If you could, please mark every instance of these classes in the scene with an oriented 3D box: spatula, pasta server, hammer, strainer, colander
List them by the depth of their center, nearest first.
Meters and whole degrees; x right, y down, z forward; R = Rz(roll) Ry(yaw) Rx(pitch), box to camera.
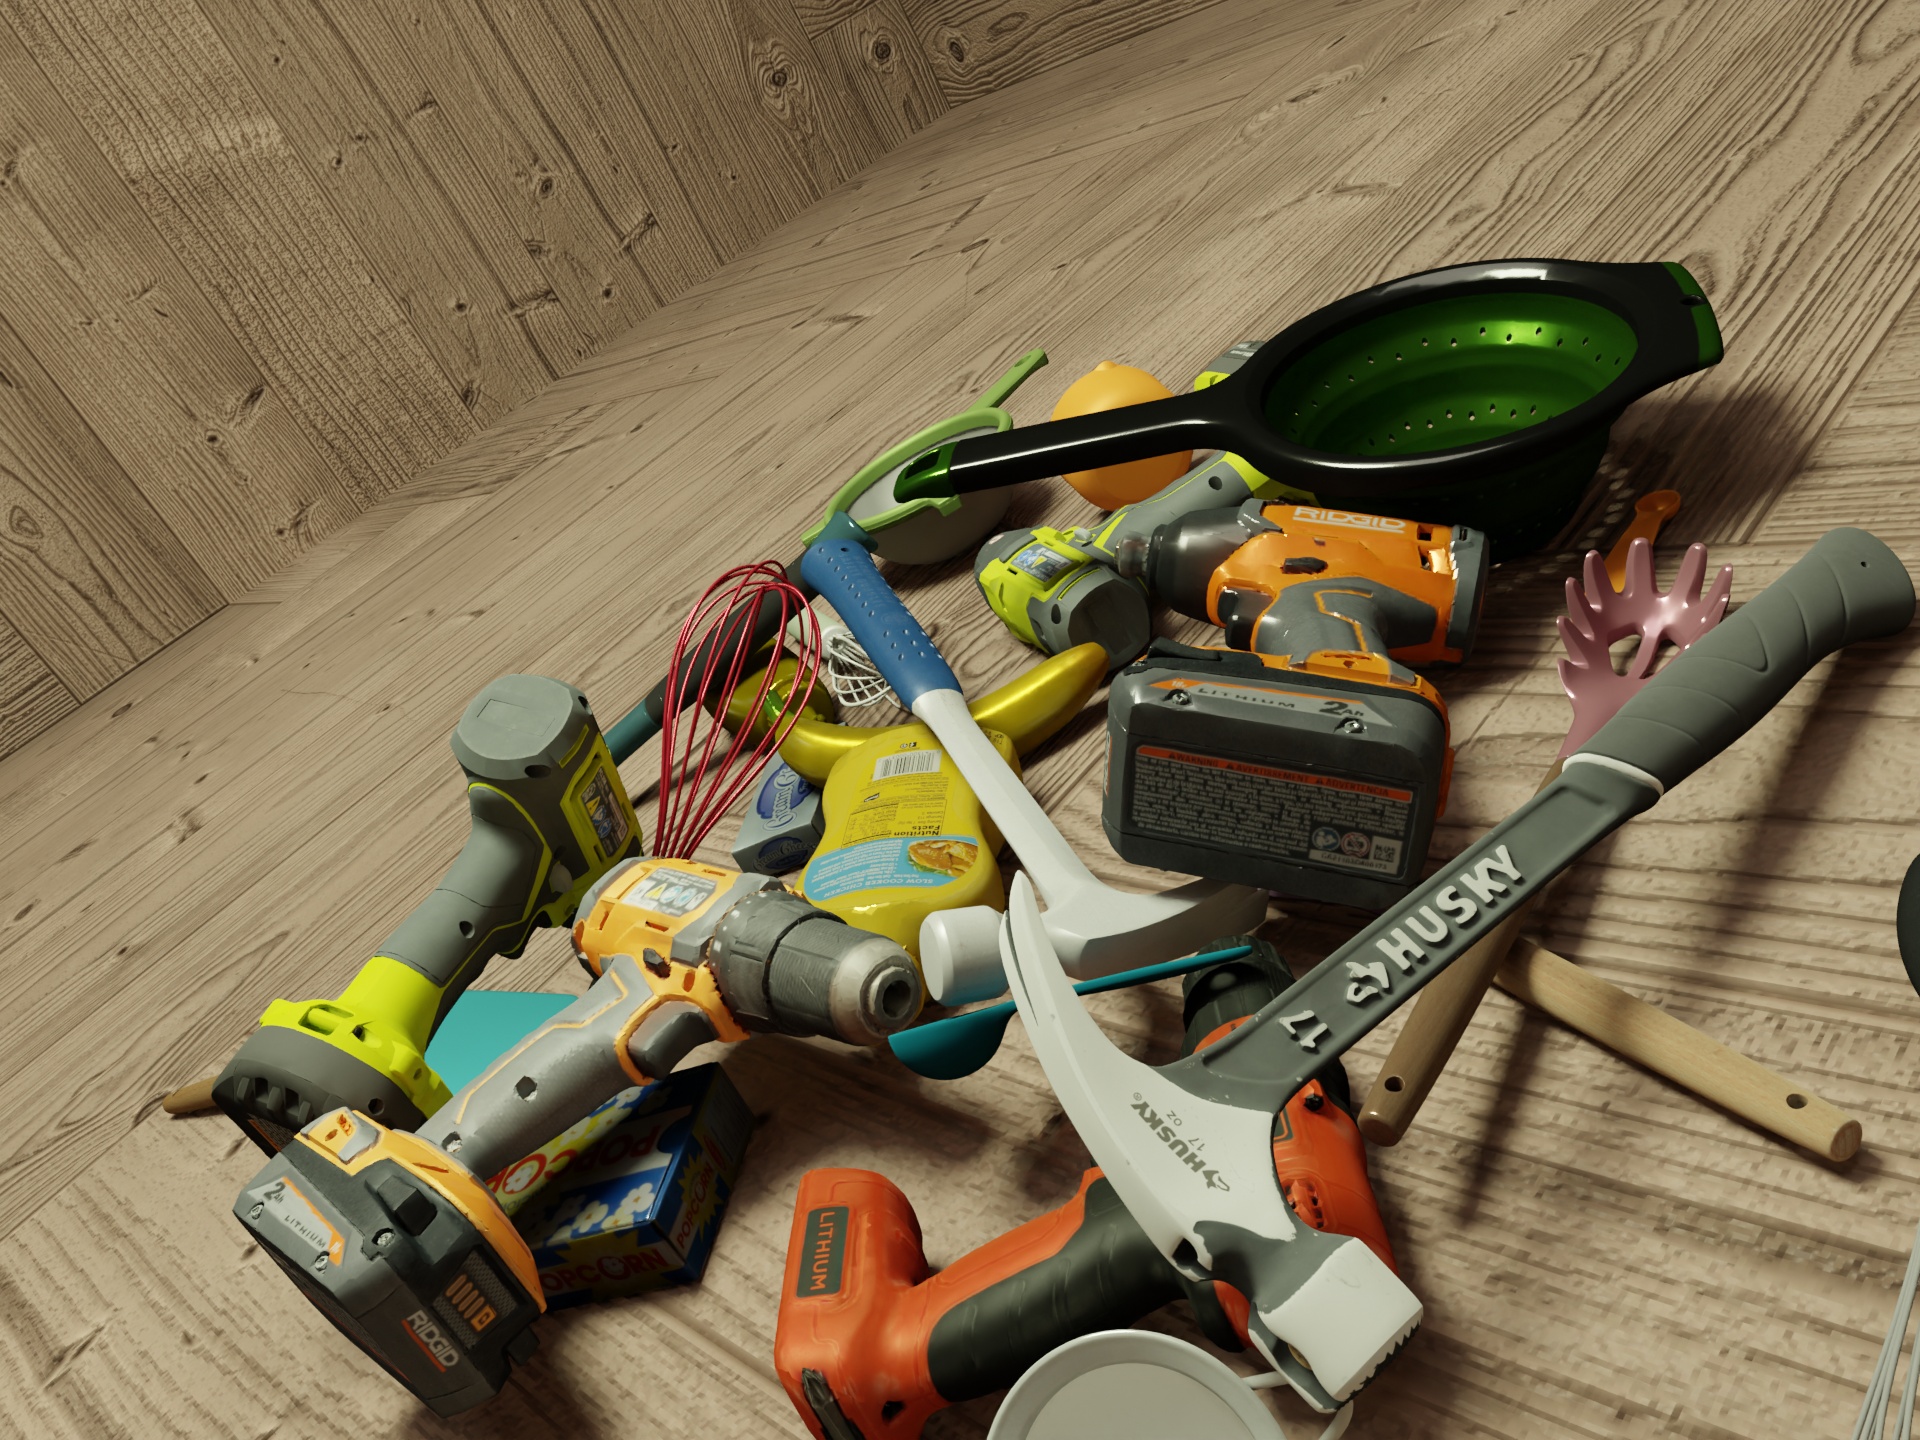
[{"bbox_3d":[-0.007,0.240,0.414,0.258,0.050,0.087,-34,68,3],"label":"strainer"},{"bbox_3d":[0.188,0.025,0.497,0.409,0.036,0.149,-30,61,-31],"label":"hammer"},{"bbox_3d":[0.205,0.028,0.555,0.060,0.040,0.316,11,39,34],"label":"pasta server"},{"bbox_3d":[0.173,0.072,0.559,0.060,0.018,0.316,-34,24,-11],"label":"spatula"},{"bbox_3d":[-0.001,-0.002,0.742,0.144,0.035,0.406,-7,27,-17],"label":"hammer"},{"bbox_3d":[0.163,-0.126,0.798,0.397,0.094,0.205,-8,36,18],"label":"colander"},{"bbox_3d":[-0.345,0.196,0.879,0.317,0.044,0.082,-19,27,32],"label":"spatula"},{"bbox_3d":[-0.180,-0.015,0.989,0.331,0.033,0.128,-40,29,14],"label":"hammer"},{"bbox_3d":[0.009,-0.184,1.153,0.151,0.069,0.256,-8,32,42],"label":"strainer"}]

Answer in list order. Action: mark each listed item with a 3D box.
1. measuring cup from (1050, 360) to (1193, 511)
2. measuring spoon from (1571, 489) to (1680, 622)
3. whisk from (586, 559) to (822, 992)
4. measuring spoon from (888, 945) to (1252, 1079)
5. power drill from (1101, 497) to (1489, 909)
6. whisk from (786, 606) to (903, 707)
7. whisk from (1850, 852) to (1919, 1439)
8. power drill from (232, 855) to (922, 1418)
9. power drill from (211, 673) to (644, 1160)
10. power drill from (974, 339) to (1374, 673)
[{"bbox_3d":[0.145,-0.186,1.019,0.173,0.095,0.052,-13,30,-7],"label":"measuring cup"},{"bbox_3d":[0.292,-0.064,0.700,0.021,0.011,0.117,1,42,46],"label":"measuring spoon"},{"bbox_3d":[-0.135,0.054,0.771,0.073,0.073,0.296,-1,64,46],"label":"whisk"},{"bbox_3d":[0.039,0.101,0.541,0.128,0.021,0.042,-16,-9,9],"label":"measuring spoon"},{"bbox_3d":[0.125,-0.026,0.647,0.164,0.084,0.227,10,31,16],"label":"power drill"},{"bbox_3d":[-0.077,-0.047,1.020,0.058,0.059,0.246,-50,22,-3],"label":"whisk"},{"bbox_3d":[0.239,0.117,0.372,0.070,0.070,0.285,-11,26,34],"label":"whisk"},{"bbox_3d":[-0.134,0.141,0.597,0.185,0.084,0.226,5,40,46],"label":"power drill"},{"bbox_3d":[-0.223,0.116,0.745,0.080,0.190,0.229,15,54,17],"label":"power drill"},{"bbox_3d":[0.115,-0.125,0.924,0.223,0.080,0.171,-36,26,-6],"label":"power drill"}]
